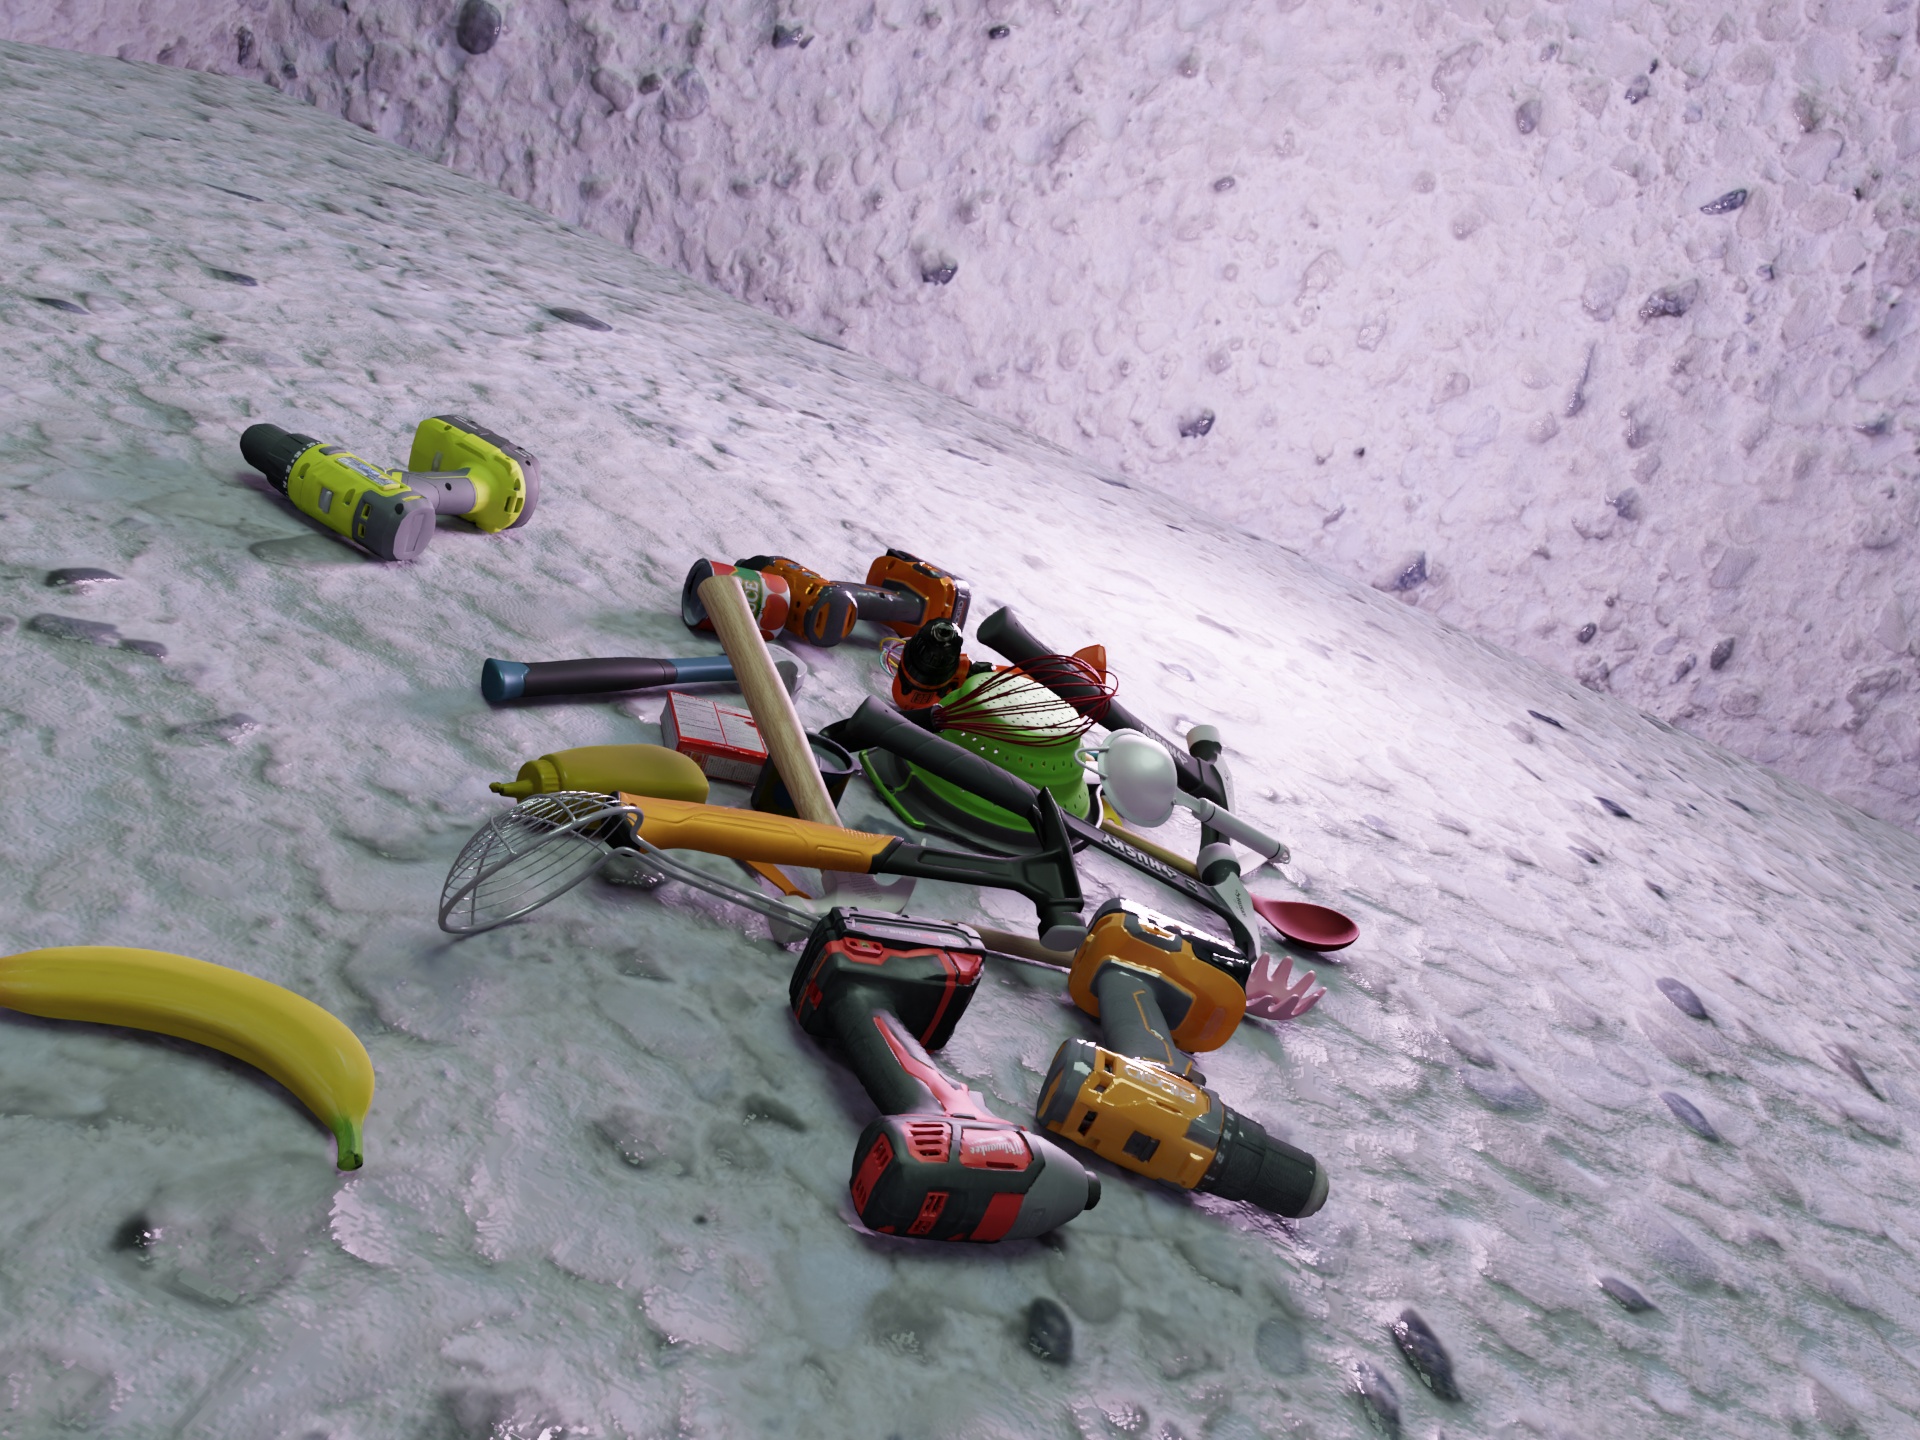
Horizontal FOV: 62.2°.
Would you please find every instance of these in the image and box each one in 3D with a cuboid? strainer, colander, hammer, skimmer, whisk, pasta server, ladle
[{"bbox_3d":[0.201,0.071,1.342,0.258,0.050,0.087,29,53,-34],"label":"strainer"},{"bbox_3d":[0.105,0.023,1.423,0.397,0.094,0.205,0,34,-36],"label":"colander"},{"bbox_3d":[-0.124,0.018,1.165,0.130,0.031,0.332,-2,50,-34],"label":"hammer"},{"bbox_3d":[-0.137,0.132,0.975,0.363,0.127,0.090,26,40,-30],"label":"skimmer"},{"bbox_3d":[0.024,-0.015,1.568,0.245,0.047,0.051,30,32,7],"label":"whisk"},{"bbox_3d":[-0.002,-0.004,1.285,0.296,0.073,0.073,-10,-1,35],"label":"whisk"},{"bbox_3d":[0.132,0.182,1.197,0.316,0.040,0.060,15,20,-20],"label":"pasta server"},{"bbox_3d":[-0.075,0.082,1.078,0.336,0.034,0.127,10,45,-23],"label":"hammer"},{"bbox_3d":[0.083,0.083,1.252,0.408,0.036,0.149,28,28,-26],"label":"hammer"},{"bbox_3d":[0.132,0.001,1.364,0.334,0.035,0.146,34,38,-37],"label":"hammer"},{"bbox_3d":[0.202,0.132,1.418,0.315,0.031,0.069,25,27,9],"label":"ladle"},{"bbox_3d":[-0.257,-0.041,1.325,0.128,0.033,0.331,29,21,32],"label":"hammer"}]

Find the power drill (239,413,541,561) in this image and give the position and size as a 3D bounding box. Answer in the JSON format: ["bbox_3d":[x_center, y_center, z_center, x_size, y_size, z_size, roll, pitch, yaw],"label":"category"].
[{"bbox_3d":[-0.514,-0.223,1.448,0.190,0.080,0.228,29,23,14],"label":"power drill"}]

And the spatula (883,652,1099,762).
[{"bbox_3d":[0.069,-0.010,1.602,0.317,0.044,0.082,25,-11,10],"label":"spatula"}]

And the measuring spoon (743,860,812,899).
[{"bbox_3d":[-0.145,0.104,1.129,0.021,0.011,0.117,-2,28,-48],"label":"measuring spoon"}]

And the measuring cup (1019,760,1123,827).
[{"bbox_3d":[0.098,0.059,1.496,0.062,0.029,0.157,-5,43,-42],"label":"measuring cup"}]

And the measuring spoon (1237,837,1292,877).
[{"bbox_3d":[0.277,0.137,1.514,0.034,0.018,0.124,34,29,27],"label":"measuring spoon"}]

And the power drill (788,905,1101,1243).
[{"bbox_3d":[-0.012,0.208,0.920,0.143,0.078,0.220,13,25,-27],"label":"power drill"}]

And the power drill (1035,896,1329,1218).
[{"bbox_3d":[0.150,0.225,1.051,0.185,0.084,0.226,24,24,-2],"label":"power drill"}]

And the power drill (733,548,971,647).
[{"bbox_3d":[-0.118,-0.132,1.648,0.226,0.084,0.164,-4,26,-46],"label":"power drill"}]
